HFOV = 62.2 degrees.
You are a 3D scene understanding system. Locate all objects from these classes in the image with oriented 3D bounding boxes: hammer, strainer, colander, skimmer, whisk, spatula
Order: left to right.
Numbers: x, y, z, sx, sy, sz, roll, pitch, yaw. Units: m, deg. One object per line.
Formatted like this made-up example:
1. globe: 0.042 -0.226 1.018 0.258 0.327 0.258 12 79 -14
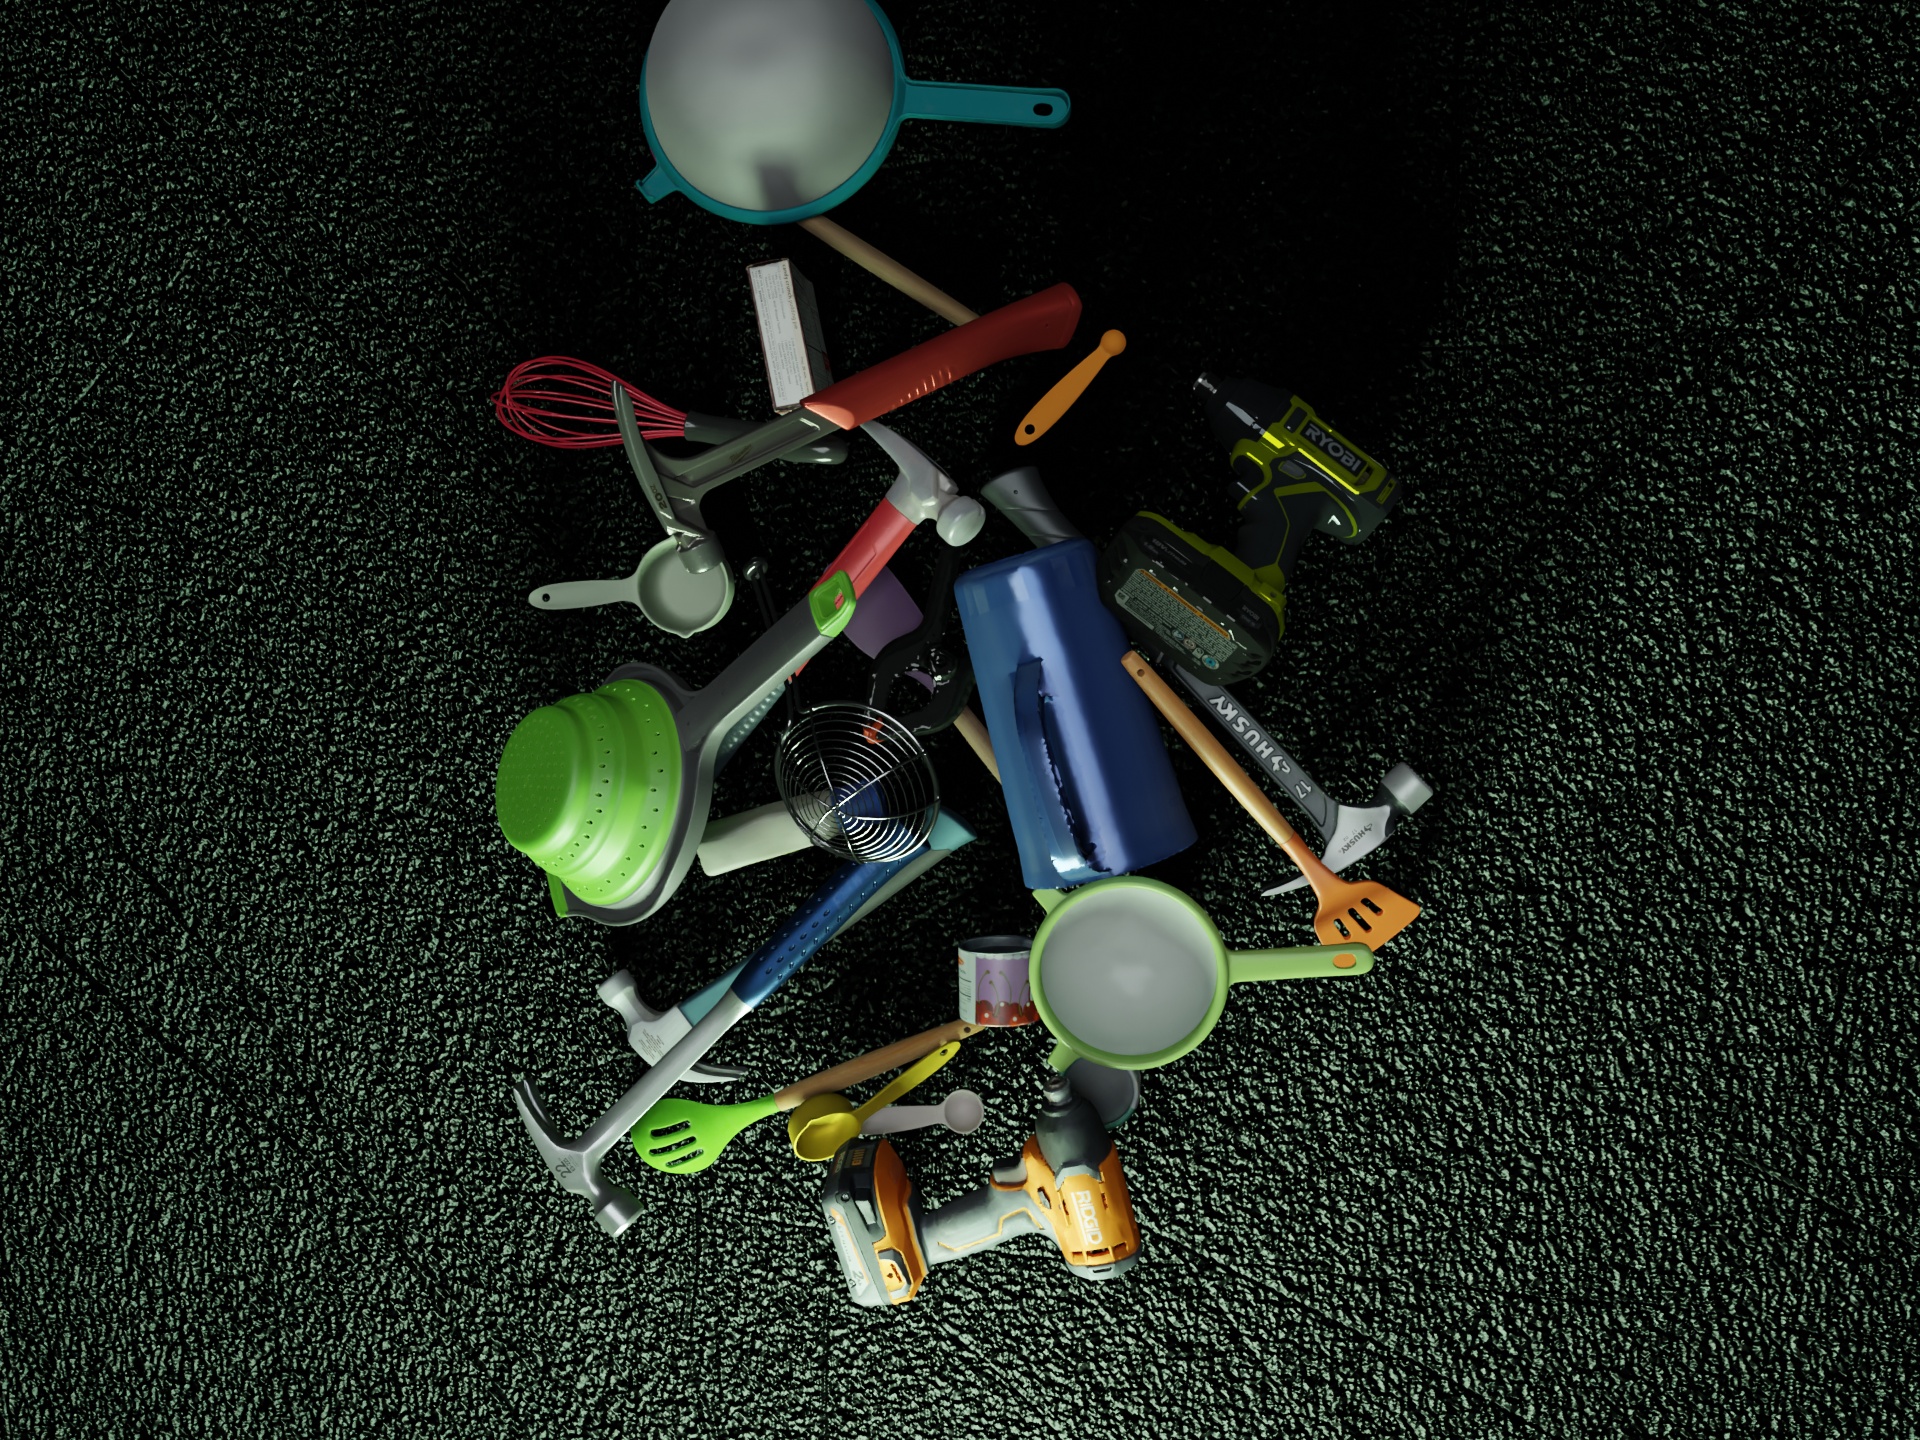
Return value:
1. colander: -0.231 0.007 1.163 0.397 0.094 0.205 -38 56 31
2. whisk: -0.229 -0.234 1.241 0.296 0.073 0.073 12 95 11
3. hammer: -0.184 0.221 1.253 0.144 0.035 0.405 45 97 4
4. hammer: -0.149 -0.059 1.256 0.143 0.038 0.386 45 103 24
5. hammer: -0.130 0.173 1.278 0.331 0.033 0.128 -37 87 8
6. skimmer: -0.117 -0.061 1.201 0.127 0.090 0.364 -42 55 31
7. strainer: -0.088 -0.485 1.192 0.340 0.095 0.211 7 89 7
8. hammer: -0.071 -0.248 1.170 0.359 0.037 0.149 -28 118 -14
9. spatula: -0.002 -0.004 1.258 0.060 0.018 0.316 -39 87 4
10. hammer: 0.166 -0.041 1.226 0.149 0.036 0.409 -44 87 9
11. strainer: 0.182 0.182 1.218 0.256 0.069 0.151 -5 98 7
12. spatula: 0.222 0.066 1.171 0.081 0.041 0.322 -40 105 11

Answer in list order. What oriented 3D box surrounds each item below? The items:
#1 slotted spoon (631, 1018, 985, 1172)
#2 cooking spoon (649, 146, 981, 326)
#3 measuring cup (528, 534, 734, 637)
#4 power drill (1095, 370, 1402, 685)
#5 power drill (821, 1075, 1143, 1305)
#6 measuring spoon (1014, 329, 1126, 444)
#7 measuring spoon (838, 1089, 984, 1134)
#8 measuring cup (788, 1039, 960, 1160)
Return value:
1. slotted spoon: -0.126 0.298 1.288 0.314 0.031 0.070 -22 103 7
2. cooking spoon: -0.107 -0.385 1.248 0.319 0.017 0.069 33 92 5
3. measuring cup: -0.262 -0.104 1.278 0.167 0.038 0.083 -4 93 10
4. power drill: 0.200 -0.147 1.146 0.171 0.080 0.223 38 59 2
5. power drill: 0.014 0.361 1.229 0.226 0.084 0.164 -12 107 10
6. measuring spoon: 0.084 -0.258 1.234 0.021 0.011 0.117 45 98 3
7. measuring spoon: -0.039 0.320 1.287 0.124 0.018 0.034 -10 80 15
8. measuring cup: -0.070 0.294 1.271 0.156 0.062 0.029 -35 45 -2
